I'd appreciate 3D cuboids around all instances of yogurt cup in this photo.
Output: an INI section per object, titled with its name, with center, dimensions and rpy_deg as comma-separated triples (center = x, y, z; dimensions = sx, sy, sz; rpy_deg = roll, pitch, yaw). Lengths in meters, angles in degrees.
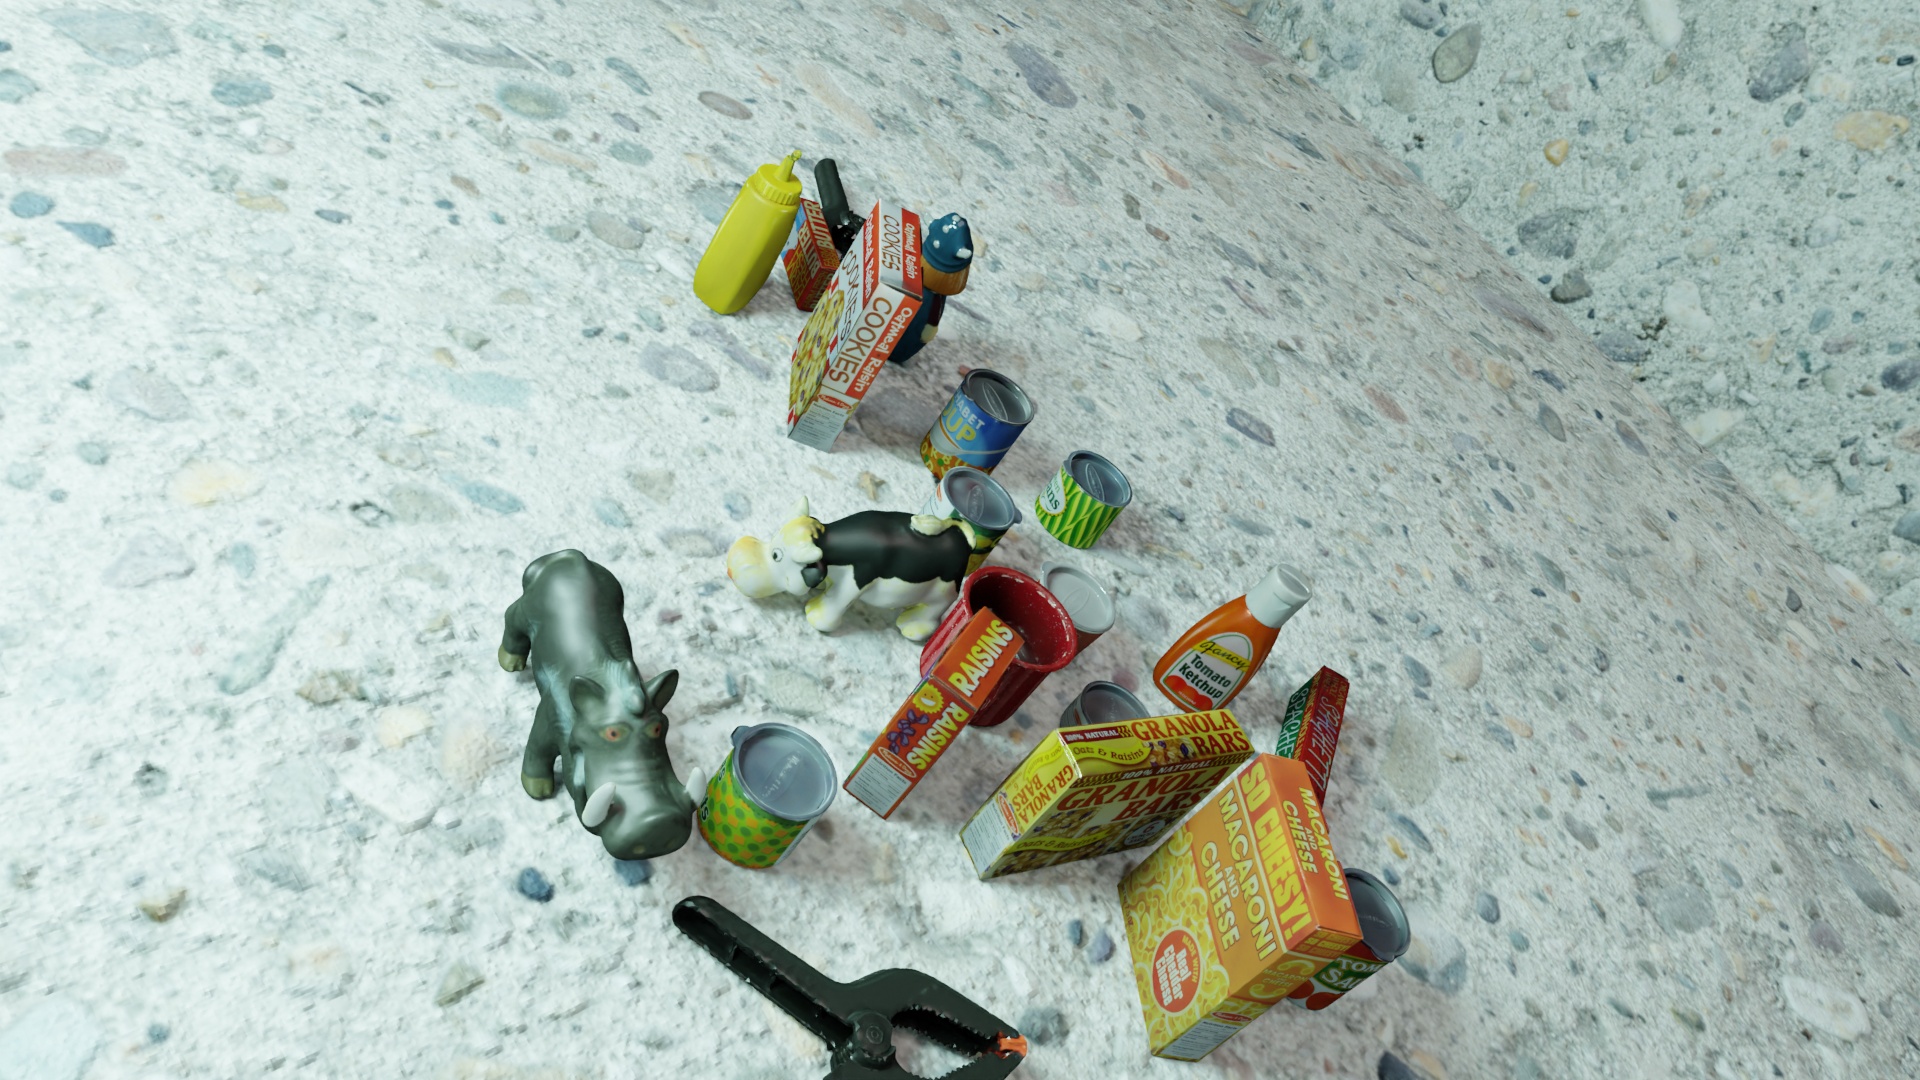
[yogurt cup]
center = 0.079, 0.060, 1.084
dimensions = 0.072, 0.053, 0.073
rpy_deg = 23, 38, -19

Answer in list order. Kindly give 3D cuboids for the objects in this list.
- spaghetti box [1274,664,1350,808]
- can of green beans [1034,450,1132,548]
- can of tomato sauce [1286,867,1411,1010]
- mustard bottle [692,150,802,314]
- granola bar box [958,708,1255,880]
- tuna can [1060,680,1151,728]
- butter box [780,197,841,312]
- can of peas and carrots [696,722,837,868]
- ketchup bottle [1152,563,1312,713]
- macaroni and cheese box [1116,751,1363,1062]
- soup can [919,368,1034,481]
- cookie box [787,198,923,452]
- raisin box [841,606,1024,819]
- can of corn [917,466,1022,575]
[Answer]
[spaghetti box]
center = 0.269, 0.186, 1.105
dimensions = 0.029, 0.050, 0.251
rpy_deg = 37, 36, 0
[can of green beans]
center = 0.106, -0.035, 1.208
dimensions = 0.071, 0.057, 0.071
rpy_deg = 23, 38, -19
[can of tomato sauce]
center = 0.260, 0.279, 0.965
dimensions = 0.071, 0.082, 0.071
rpy_deg = 23, 38, -19
[mustard bottle]
center = -0.167, -0.260, 1.143
dimensions = 0.049, 0.159, 0.065
rpy_deg = 39, 36, 2
[granola bar box]
center = 0.097, 0.166, 0.921
dimensions = 0.166, 0.123, 0.039
rpy_deg = 0, 49, -40
[tuna can]
center = 0.112, 0.141, 1.038
dimensions = 0.071, 0.032, 0.071
rpy_deg = 23, 38, -19
[butter box]
center = -0.138, -0.258, 1.257
dimensions = 0.024, 0.053, 0.104
rpy_deg = 9, 44, -33
[can of peas and carrots]
center = -0.117, 0.149, 0.818
dimensions = 0.071, 0.058, 0.071
rpy_deg = 23, 38, -19
[ketchup bottle]
center = 0.218, 0.078, 1.098
dimensions = 0.065, 0.148, 0.044
rpy_deg = 37, 36, 0
[macaroni and cheese box]
center = 0.170, 0.231, 0.873
dimensions = 0.040, 0.165, 0.124
rpy_deg = 18, 40, -25
[soup can]
center = 0.010, -0.093, 1.171
dimensions = 0.071, 0.083, 0.072
rpy_deg = 23, 38, -19
[cookie box]
center = -0.084, -0.171, 1.107
dimensions = 0.040, 0.166, 0.123
rpy_deg = 21, 39, -22
[raisin box]
center = -0.018, 0.110, 0.888
dimensions = 0.040, 0.122, 0.086
rpy_deg = 39, 36, 2
[can of corn]
center = 0.004, -0.014, 1.099
dimensions = 0.071, 0.058, 0.071
rpy_deg = 23, 38, -19
